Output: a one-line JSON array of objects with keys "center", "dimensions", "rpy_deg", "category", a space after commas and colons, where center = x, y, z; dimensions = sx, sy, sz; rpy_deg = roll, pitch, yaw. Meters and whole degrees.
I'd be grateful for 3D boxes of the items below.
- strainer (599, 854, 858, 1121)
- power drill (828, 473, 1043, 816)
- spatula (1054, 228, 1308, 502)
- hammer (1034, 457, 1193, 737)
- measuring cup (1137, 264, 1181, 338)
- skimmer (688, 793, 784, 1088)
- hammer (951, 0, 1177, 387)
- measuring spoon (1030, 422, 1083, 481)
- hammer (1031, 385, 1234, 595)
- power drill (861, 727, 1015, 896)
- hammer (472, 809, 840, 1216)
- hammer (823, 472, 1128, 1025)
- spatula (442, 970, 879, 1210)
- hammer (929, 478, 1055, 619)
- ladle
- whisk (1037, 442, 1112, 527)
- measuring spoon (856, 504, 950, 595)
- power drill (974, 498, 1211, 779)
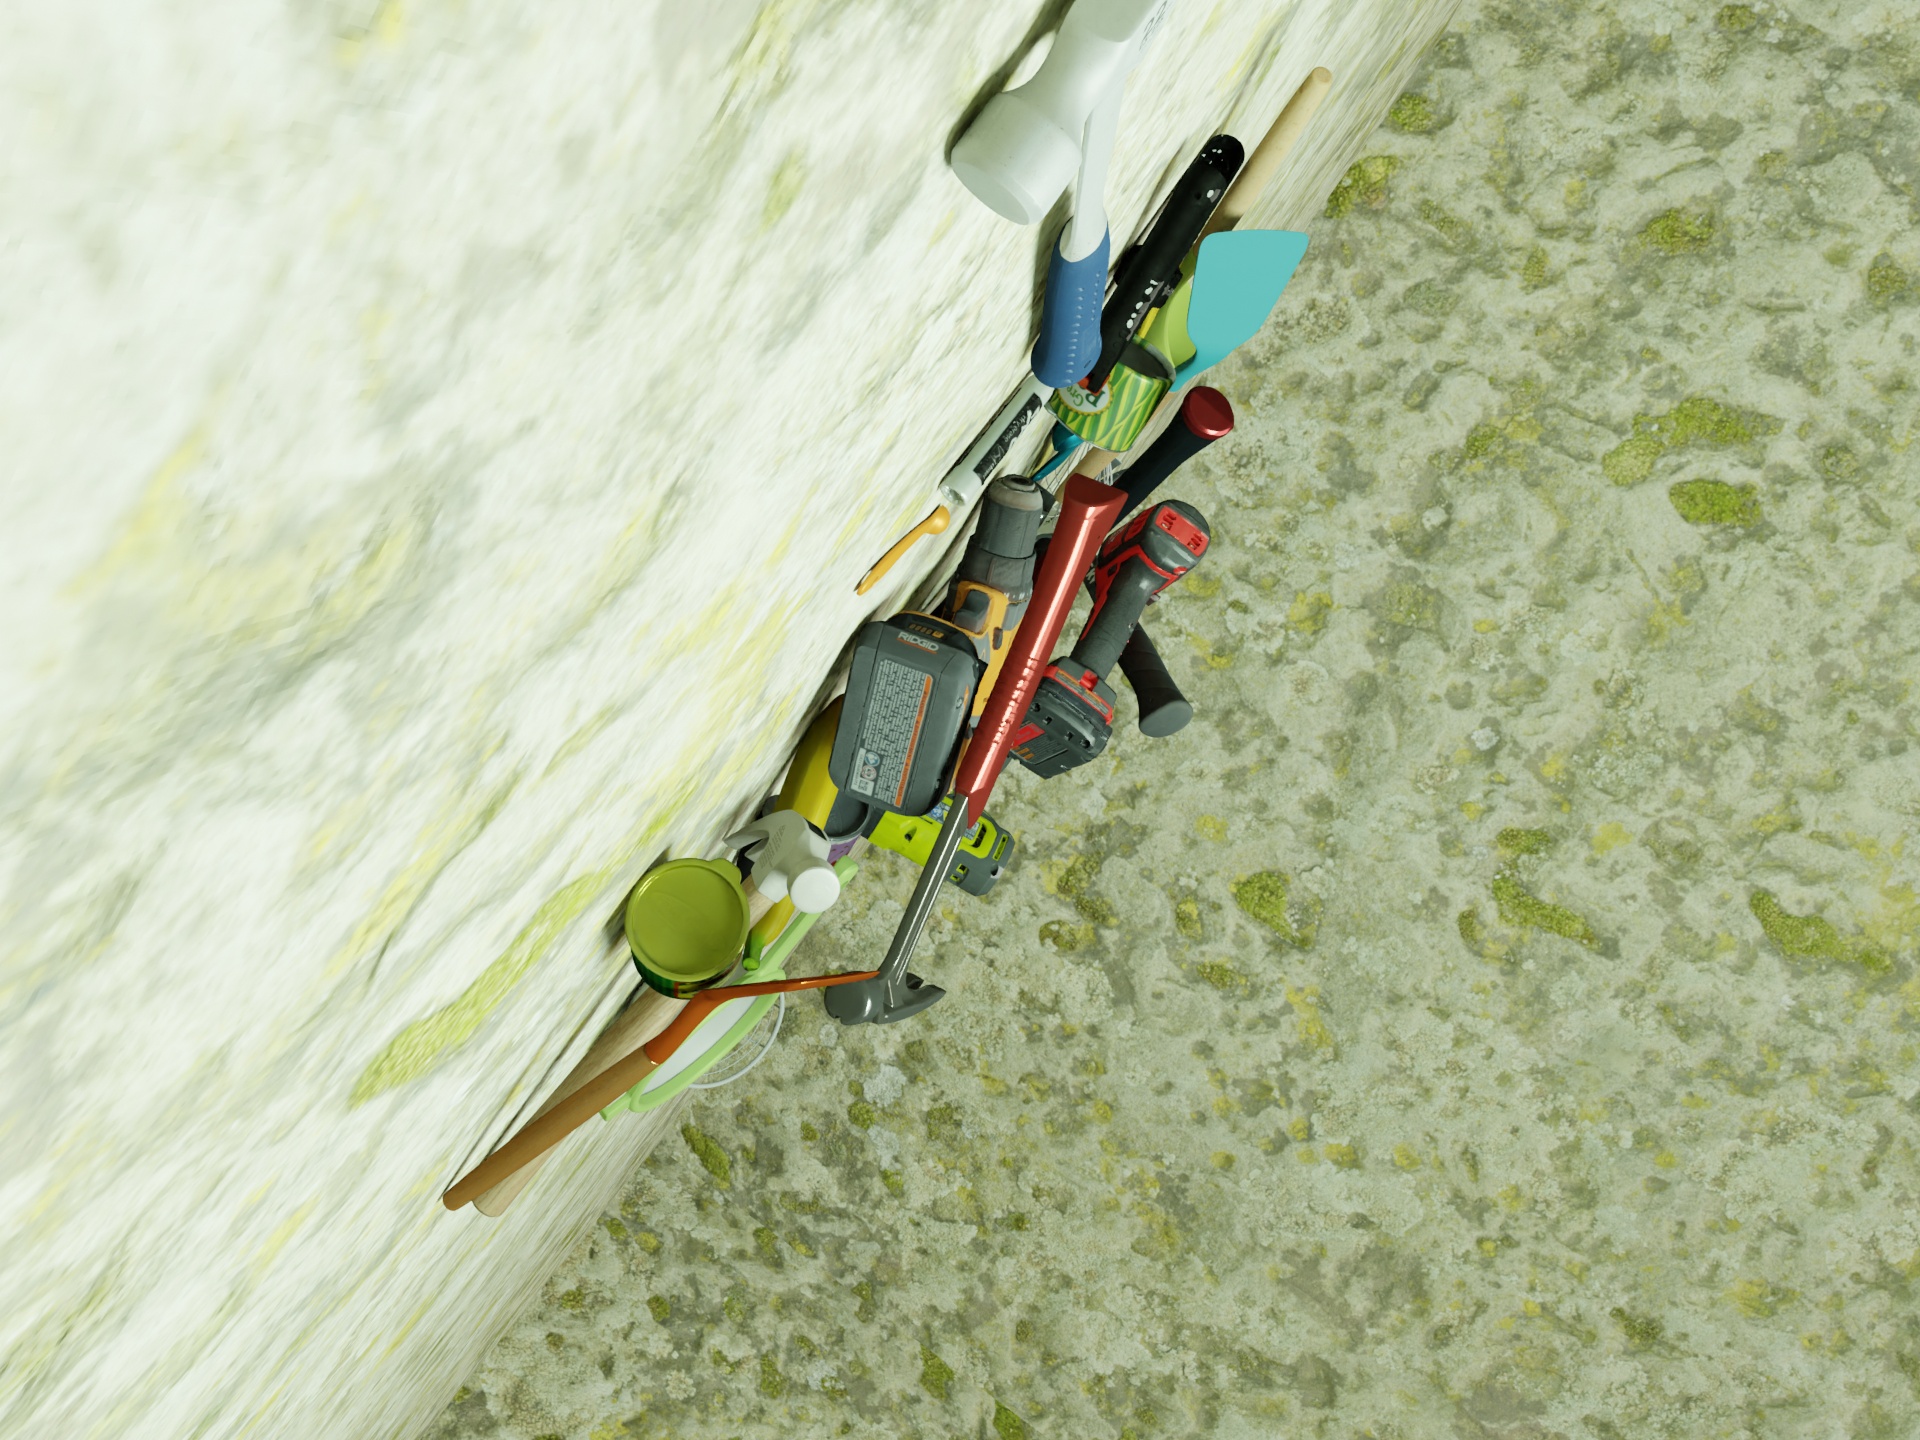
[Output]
[{"center": [-0.175, 0.179, 1.177], "dimensions": [0.256, 0.069, 0.151], "rpy_deg": [-50, 166, 15], "category": "strainer"}, {"center": [-0.003, -0.056, 1.065], "dimensions": [0.226, 0.084, 0.185], "rpy_deg": [-51, 159, -62], "category": "power drill"}, {"center": [0.135, -0.236, 1.128], "dimensions": [0.082, 0.044, 0.317], "rpy_deg": [-9, 165, -25], "category": "spatula"}, {"center": [0.132, -0.105, 1.386], "dimensions": [0.149, 0.036, 0.409], "rpy_deg": [-45, -152, 16], "category": "hammer"}, {"center": [0.115, -0.275, 1.081], "dimensions": [0.062, 0.029, 0.156], "rpy_deg": [-53, 175, -35], "category": "measuring cup"}, {"center": [-0.169, 0.183, 1.258], "dimensions": [0.127, 0.090, 0.363], "rpy_deg": [-15, 154, -29], "category": "skimmer"}, {"center": [0.056, -0.210, 0.660], "dimensions": [0.144, 0.035, 0.405], "rpy_deg": [-54, 178, 0], "category": "hammer"}, {"center": [0.076, -0.219, 1.273], "dimensions": [0.042, 0.021, 0.128], "rpy_deg": [-24, 177, -19], "category": "measuring spoon"}, {"center": [0.092, -0.136, 1.170], "dimensions": [0.143, 0.038, 0.386], "rpy_deg": [-51, -176, -22], "category": "hammer"}, {"center": [-0.013, 0.024, 1.360], "dimensions": [0.080, 0.171, 0.223], "rpy_deg": [-56, -175, 48], "category": "power drill"}, {"center": [-0.201, 0.189, 1.019], "dimensions": [0.331, 0.031, 0.130], "rpy_deg": [-48, -155, 6], "category": "hammer"}, {"center": [0.019, 0.021, 0.990], "dimensions": [0.359, 0.037, 0.149], "rpy_deg": [-67, 162, 5], "category": "hammer"}, {"center": [-0.186, 0.209, 0.902], "dimensions": [0.322, 0.041, 0.081], "rpy_deg": [-37, 160, 22], "category": "spatula"}, {"center": [-0.019, -0.074, 1.250], "dimensions": [0.331, 0.033, 0.128], "rpy_deg": [-53, 178, -32], "category": "hammer"}, {"center": [0.179, -0.317, 1.037], "dimensions": [0.320, 0.062, 0.078], "rpy_deg": [131, -32, -71], "category": "ladle"}, {"center": [0.109, -0.229, 1.303], "dimensions": [0.070, 0.070, 0.284], "rpy_deg": [-53, 173, -18], "category": "whisk"}, {"center": [-0.031, -0.095, 0.908], "dimensions": [0.021, 0.011, 0.117], "rpy_deg": [-56, 177, 36], "category": "measuring spoon"}, {"center": [0.106, -0.067, 1.253], "dimensions": [0.220, 0.078, 0.143], "rpy_deg": [-58, -169, -21], "category": "power drill"}]
